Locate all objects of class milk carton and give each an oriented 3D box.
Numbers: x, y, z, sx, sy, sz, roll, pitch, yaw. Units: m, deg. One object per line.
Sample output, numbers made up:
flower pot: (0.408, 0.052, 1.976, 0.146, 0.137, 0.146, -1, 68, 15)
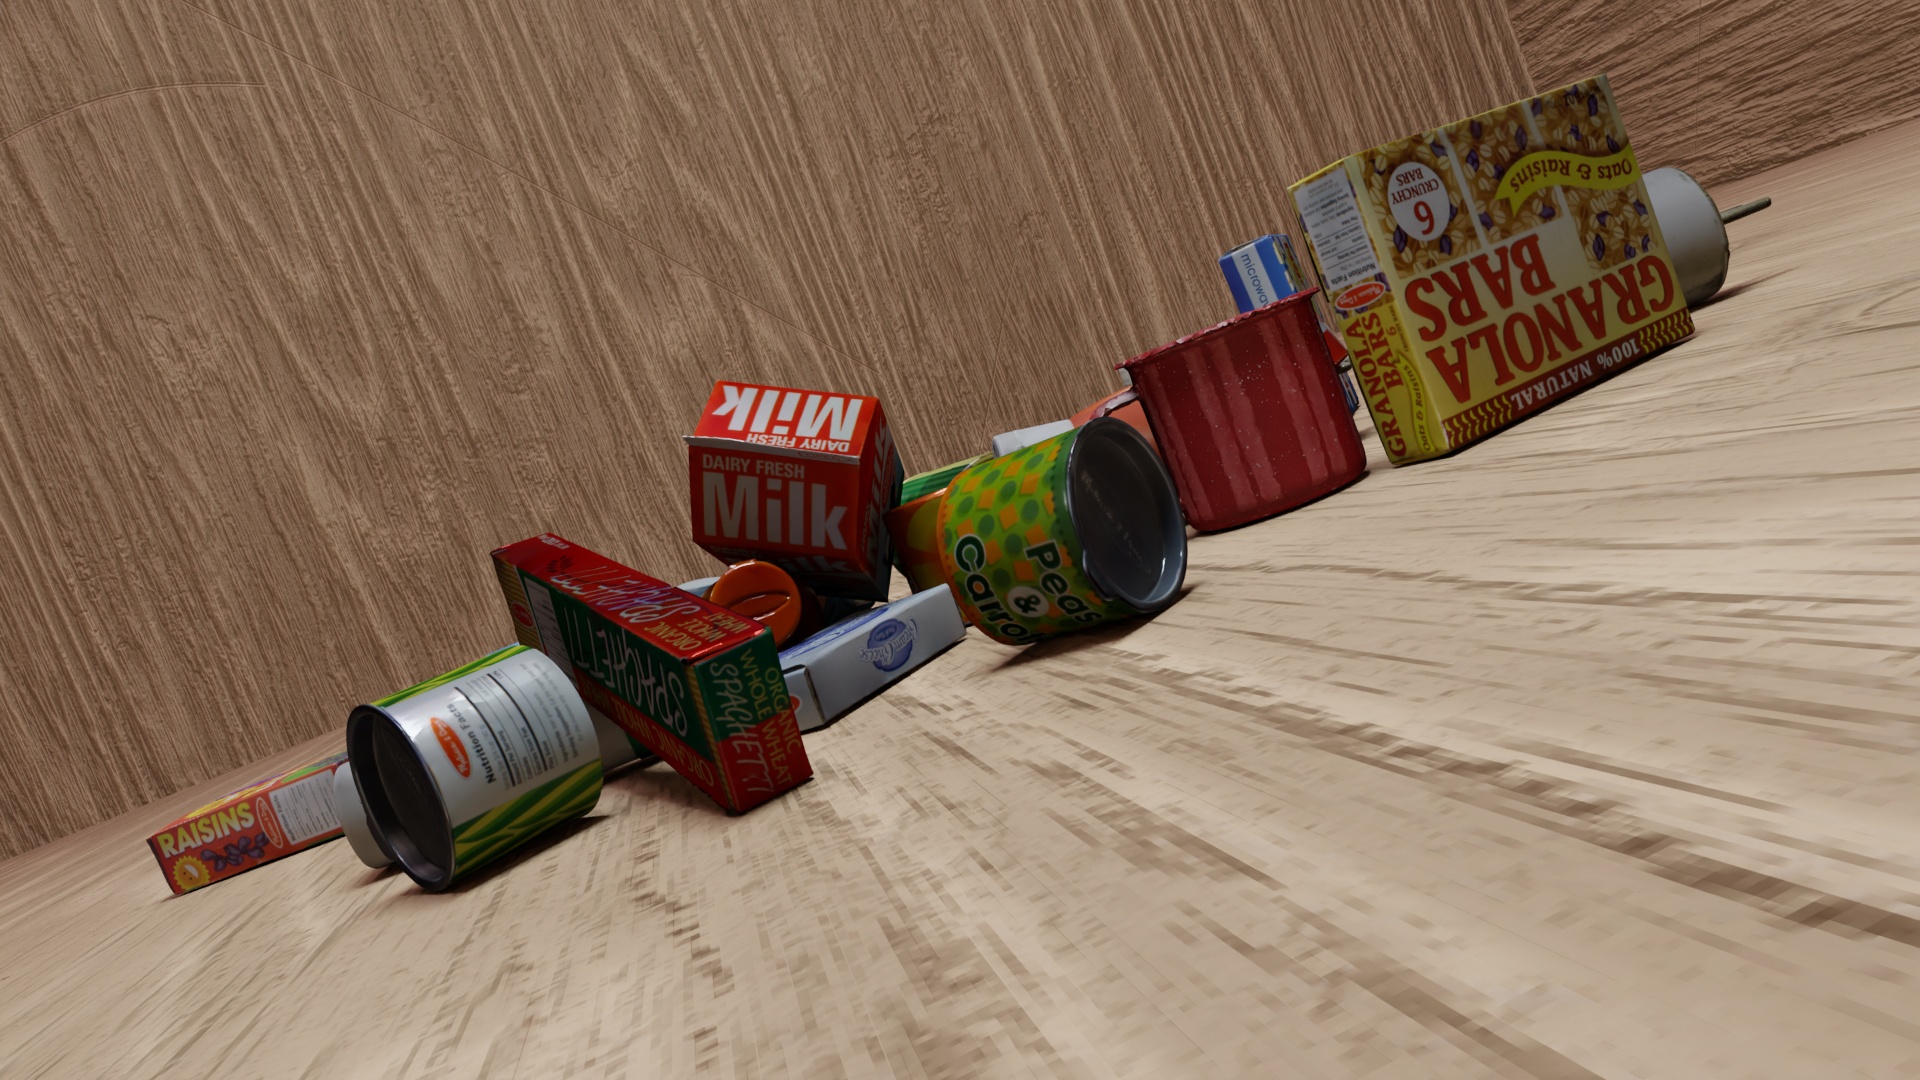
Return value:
milk carton: (-0.071, -0.021, 0.632, 0.072, 0.073, 0.190, 6, -9, 4)

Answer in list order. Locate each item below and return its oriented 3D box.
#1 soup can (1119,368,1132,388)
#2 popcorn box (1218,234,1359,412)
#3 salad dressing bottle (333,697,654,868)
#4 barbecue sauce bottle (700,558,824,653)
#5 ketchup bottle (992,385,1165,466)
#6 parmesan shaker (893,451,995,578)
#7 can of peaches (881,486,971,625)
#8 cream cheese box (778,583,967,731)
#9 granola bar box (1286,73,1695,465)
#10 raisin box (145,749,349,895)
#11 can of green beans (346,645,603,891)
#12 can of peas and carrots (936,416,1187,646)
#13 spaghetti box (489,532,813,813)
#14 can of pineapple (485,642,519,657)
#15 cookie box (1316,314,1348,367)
soup can: (0.150, -0.088, 0.908, 0.071, 0.083, 0.071, -21, 3, 1)
popcorn box: (0.216, -0.136, 0.908, 0.038, 0.126, 0.085, -23, 2, 23)
salad dressing bottle: (-0.169, 0.084, 0.558, 0.148, 0.044, 0.064, -20, 3, -8)
barbecue sauce bottle: (-0.091, 0.036, 0.613, 0.065, 0.043, 0.148, -15, -7, -11)
ketchup bottle: (0.091, -0.048, 0.666, 0.149, 0.065, 0.043, -12, -15, -5)
parmesan shaker: (0.003, -0.009, 0.731, 0.071, 0.071, 0.103, -23, 5, -21)
can of peaches: (0.003, 0.004, 0.624, 0.071, 0.058, 0.071, -21, 4, 2)
cream cheese box: (-0.046, 0.047, 0.534, 0.053, 0.024, 0.104, -18, 5, 33)
granola bar box: (0.229, -0.118, 0.591, 0.166, 0.124, 0.039, -23, 4, -27)
raisin box: (-0.367, 0.147, 0.772, 0.123, 0.040, 0.086, -21, 4, 12)
can of green beans: (-0.164, 0.075, 0.470, 0.058, 0.071, 0.071, -24, 4, -43)
can of peas and carrots: (0.034, 0.000, 0.466, 0.058, 0.071, 0.071, -19, 4, 38)
spaghetti box: (-0.120, 0.037, 0.493, 0.029, 0.050, 0.250, -22, 17, -27)
can of pineapple: (-0.262, 0.088, 0.883, 0.071, 0.058, 0.071, -21, 4, 2)
cookie box: (0.142, -0.073, 0.790, 0.123, 0.040, 0.167, -43, 3, 2)
